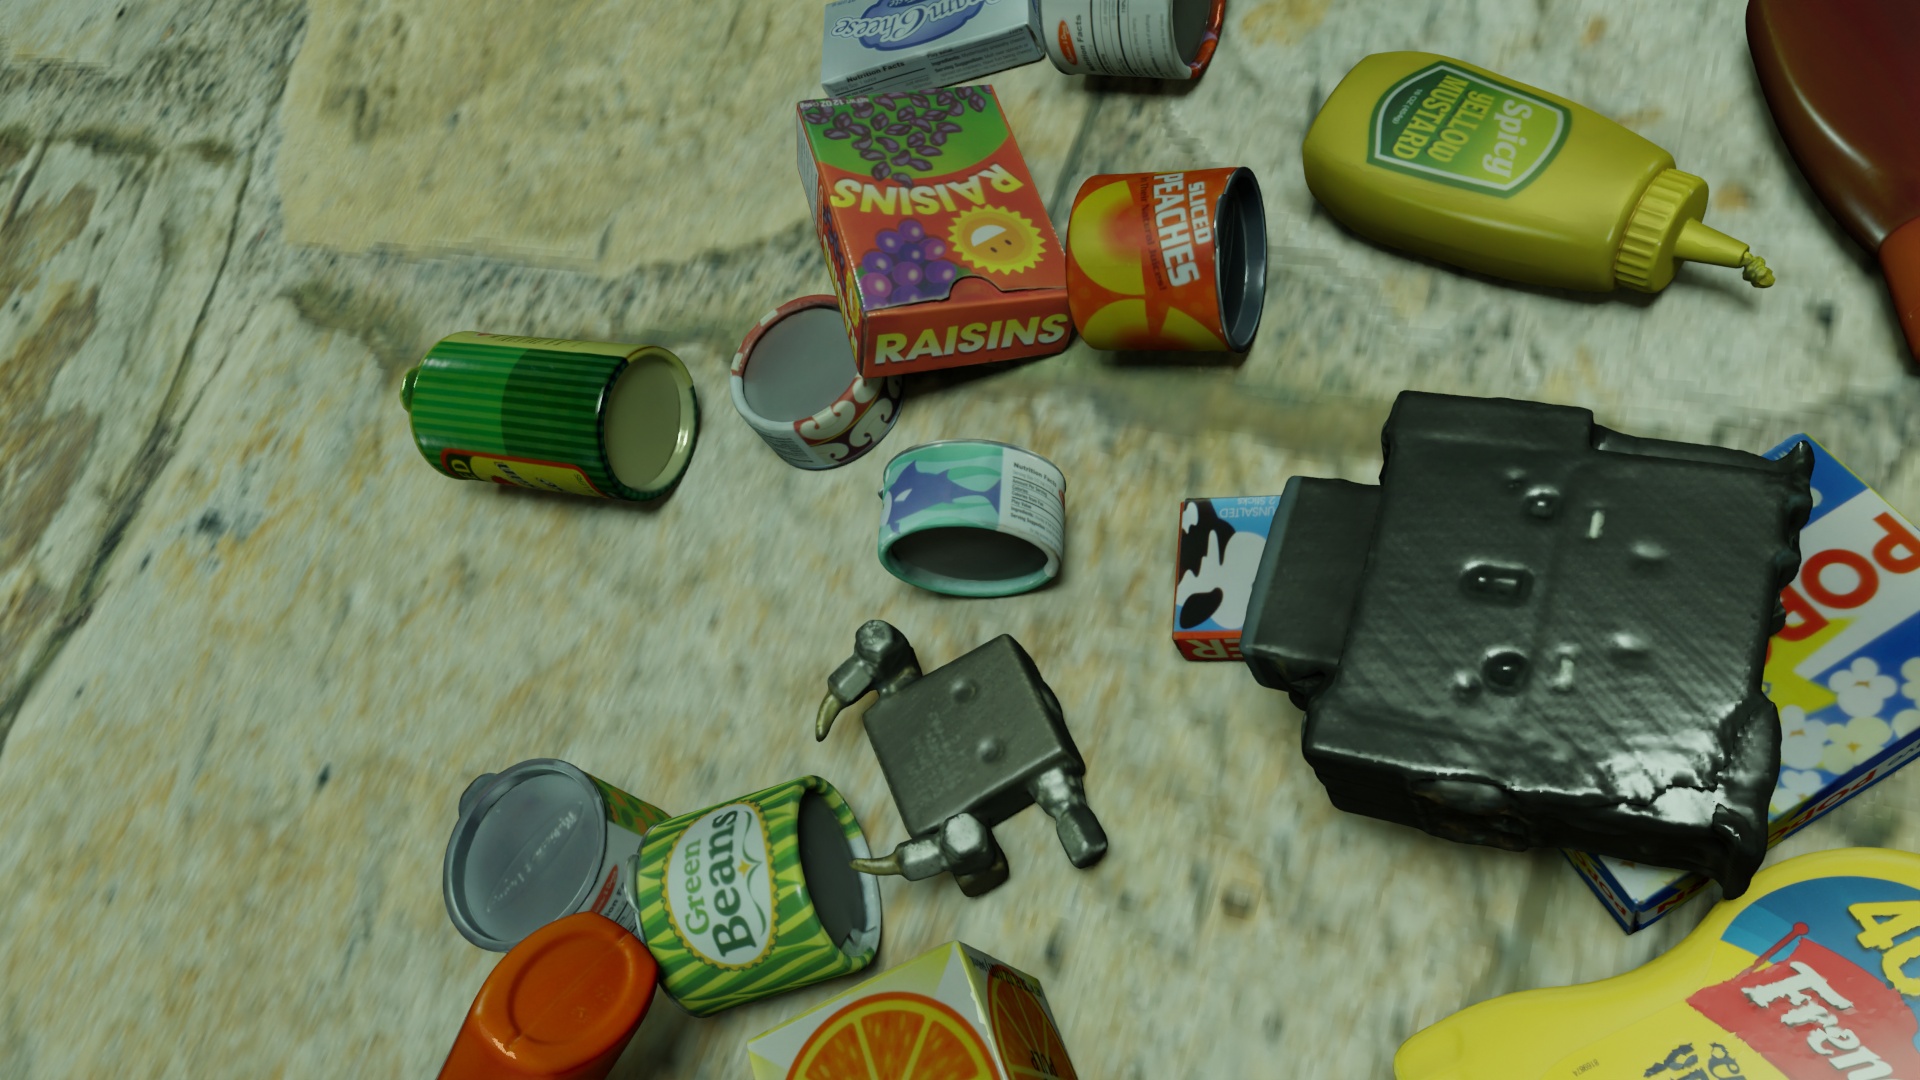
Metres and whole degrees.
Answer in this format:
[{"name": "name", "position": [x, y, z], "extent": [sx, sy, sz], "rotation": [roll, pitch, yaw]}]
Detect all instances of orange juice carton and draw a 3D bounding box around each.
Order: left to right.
[{"name": "orange juice carton", "position": [0.013, 0.215, 0.371], "extent": [0.073, 0.071, 0.193], "rotation": [-29, 57, 8]}]

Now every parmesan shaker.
[{"name": "parmesan shaker", "position": [-0.174, -0.054, 0.590], "extent": [0.103, 0.071, 0.071], "rotation": [8, 68, 26]}]

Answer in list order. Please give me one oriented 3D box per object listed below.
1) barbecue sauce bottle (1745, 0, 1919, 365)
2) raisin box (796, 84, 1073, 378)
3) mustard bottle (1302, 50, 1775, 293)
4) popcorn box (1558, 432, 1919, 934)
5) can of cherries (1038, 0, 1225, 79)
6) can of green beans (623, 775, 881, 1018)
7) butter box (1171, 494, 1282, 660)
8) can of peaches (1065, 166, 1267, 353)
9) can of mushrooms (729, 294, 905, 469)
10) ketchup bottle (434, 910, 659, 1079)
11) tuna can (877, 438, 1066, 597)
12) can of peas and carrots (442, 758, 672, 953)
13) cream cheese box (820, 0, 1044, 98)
[{"name": "barbecue sauce bottle", "position": [0.300, -0.125, 0.439], "extent": [0.065, 0.043, 0.149], "rotation": [-10, 62, 19]}, {"name": "raisin box", "position": [-0.012, -0.127, 0.558], "extent": [0.086, 0.039, 0.124], "rotation": [-9, 57, -14]}, {"name": "mustard bottle", "position": [0.199, -0.121, 0.477], "extent": [0.160, 0.048, 0.065], "rotation": [30, 81, 32]}, {"name": "popcorn box", "position": [0.215, 0.039, 0.394], "extent": [0.126, 0.038, 0.085], "rotation": [-34, 56, 4]}, {"name": "can of cherries", "position": [0.073, -0.229, 0.576], "extent": [0.058, 0.071, 0.071], "rotation": [12, 70, 28]}, {"name": "can of green beans", "position": [-0.066, 0.117, 0.459], "extent": [0.058, 0.071, 0.071], "rotation": [-20, 59, 13]}, {"name": "butter box", "position": [0.123, 0.011, 0.456], "extent": [0.103, 0.024, 0.053], "rotation": [-2, 63, 22]}, {"name": "can of peaches", "position": [0.075, -0.103, 0.508], "extent": [0.058, 0.071, 0.071], "rotation": [4, 67, 26]}, {"name": "can of mushrooms", "position": [-0.057, -0.067, 0.570], "extent": [0.071, 0.033, 0.071], "rotation": [-10, 61, 19]}, {"name": "ketchup bottle", "position": [-0.146, 0.184, 0.434], "extent": [0.043, 0.065, 0.148], "rotation": [36, 118, 8]}, {"name": "tuna can", "position": [0.002, -0.006, 0.493], "extent": [0.071, 0.071, 0.033], "rotation": [-6, 63, 21]}, {"name": "can of peas and carrots", "position": [-0.140, 0.116, 0.495], "extent": [0.071, 0.058, 0.071], "rotation": [-10, 61, 19]}, {"name": "cream cheese box", "position": [-0.013, -0.236, 0.643], "extent": [0.104, 0.024, 0.053], "rotation": [-10, 63, 19]}]
